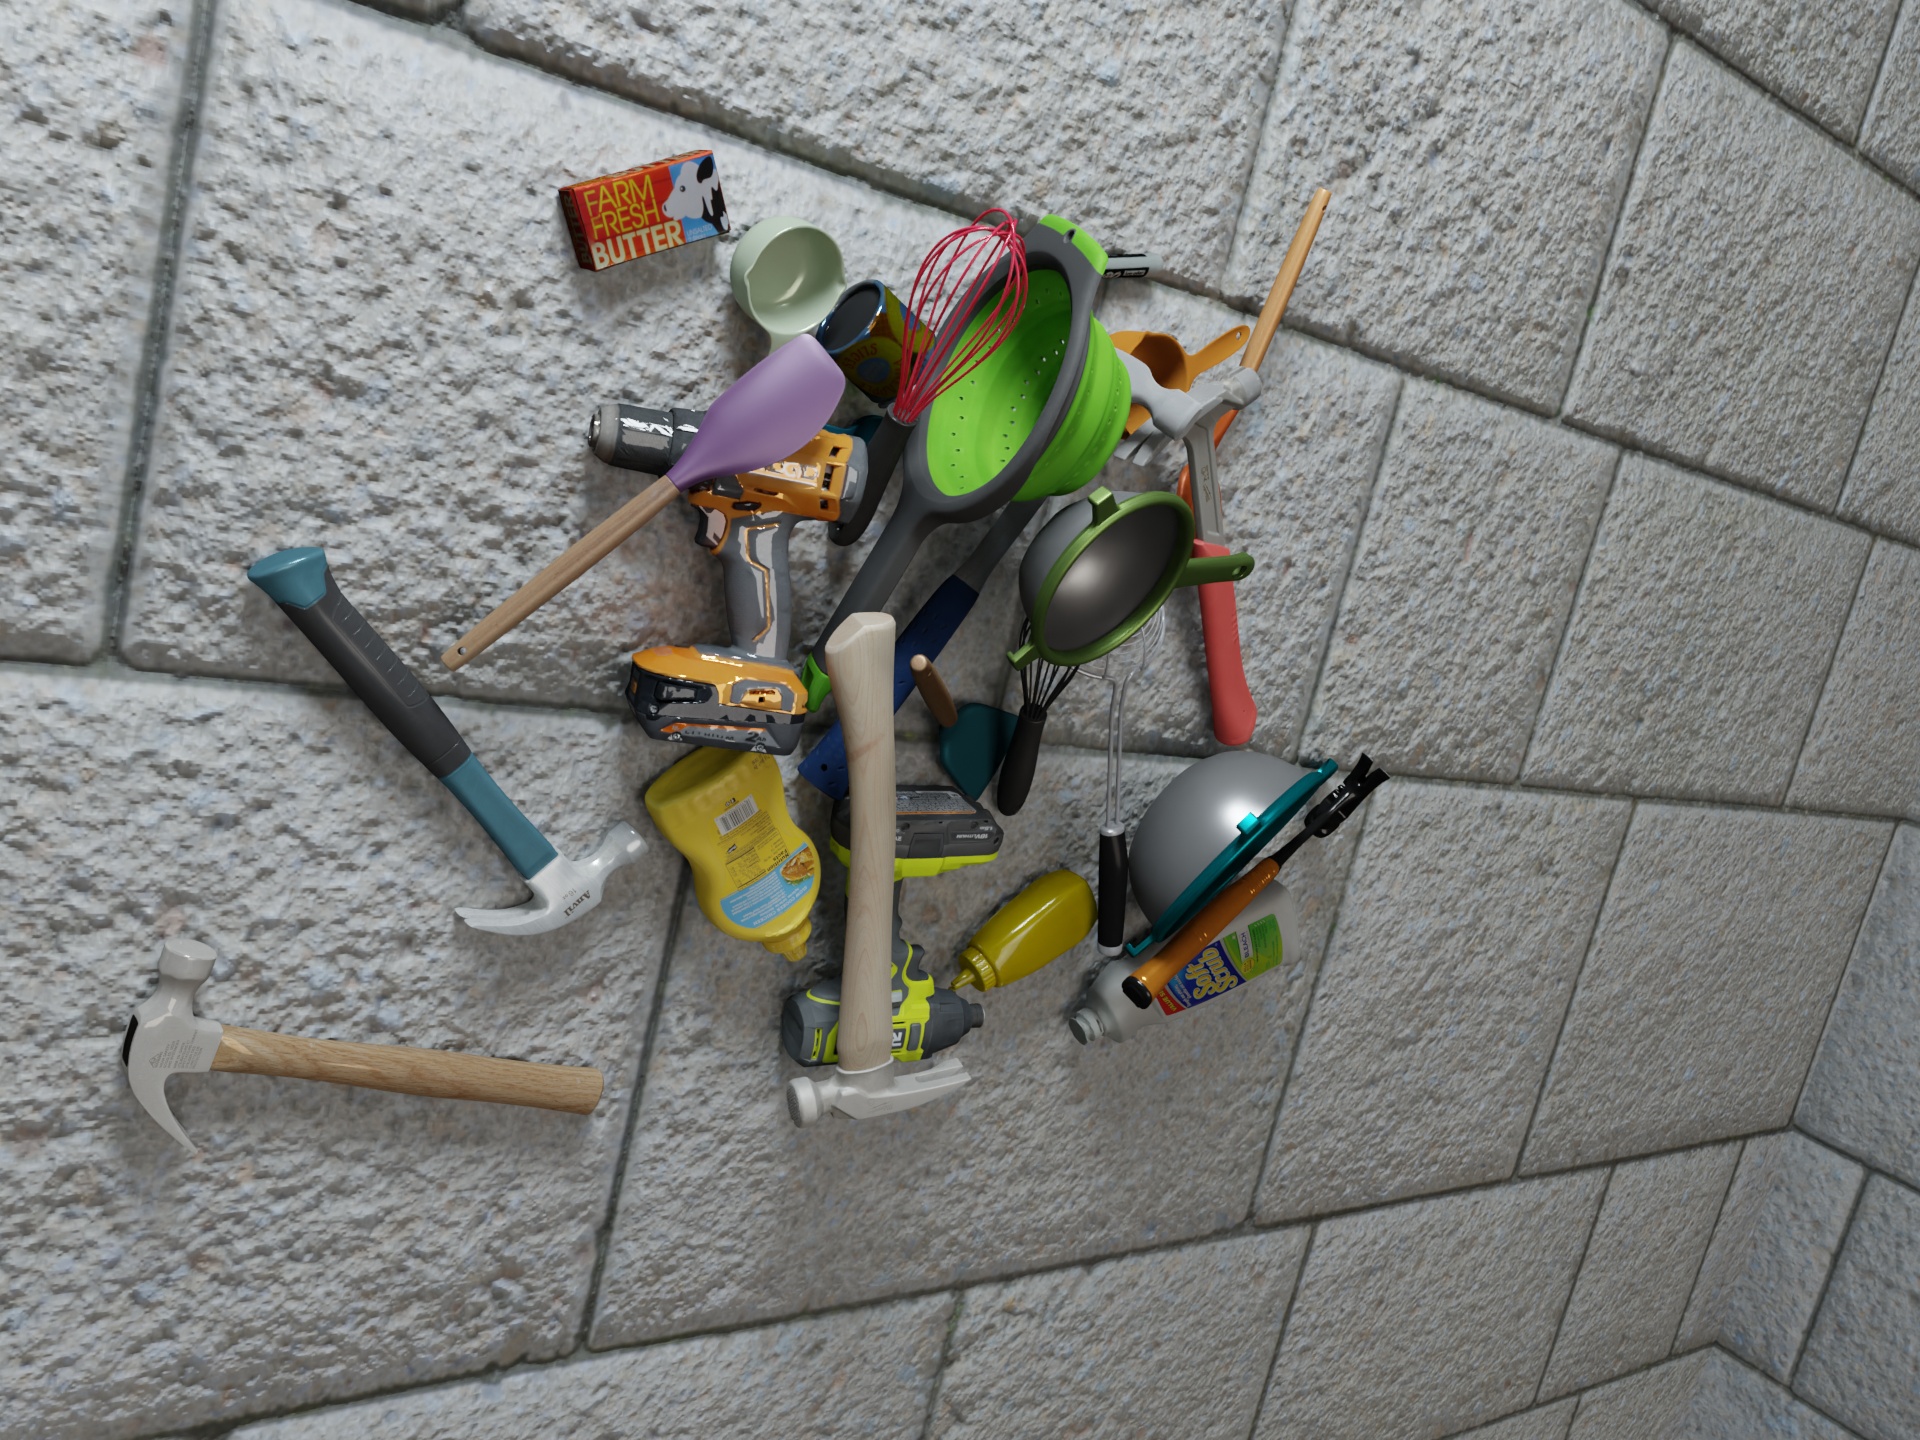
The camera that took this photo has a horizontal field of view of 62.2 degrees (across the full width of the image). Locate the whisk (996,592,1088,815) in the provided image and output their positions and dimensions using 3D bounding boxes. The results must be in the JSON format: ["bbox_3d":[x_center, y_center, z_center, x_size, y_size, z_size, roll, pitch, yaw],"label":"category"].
[{"bbox_3d":[0.060,-0.007,1.283,0.055,0.055,0.238,-20,142,-30],"label":"whisk"}]

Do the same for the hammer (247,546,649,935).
[{"bbox_3d":[-0.338,0.017,1.038,0.128,0.033,0.330,-43,127,-18],"label":"hammer"}]

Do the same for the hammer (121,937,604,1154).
[{"bbox_3d":[-0.392,0.238,1.081,0.331,0.031,0.130,20,94,-41],"label":"hammer"}]

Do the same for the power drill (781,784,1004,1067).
[{"bbox_3d":[-0.044,0.169,1.283,0.171,0.080,0.223,1,109,-28],"label":"power drill"}]

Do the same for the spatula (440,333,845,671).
[{"bbox_3d":[-0.203,-0.134,1.021,0.316,0.018,0.059,-39,97,-6],"label":"spatula"}]

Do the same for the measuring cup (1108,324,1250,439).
[{"bbox_3d":[0.166,-0.289,1.298,0.173,0.052,0.095,-35,126,-32],"label":"measuring cup"}]

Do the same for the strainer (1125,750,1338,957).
[{"bbox_3d":[0.254,0.075,1.476,0.340,0.095,0.211,-29,160,-51],"label":"strainer"}]

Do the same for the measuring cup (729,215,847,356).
[{"bbox_3d":[-0.132,-0.265,1.094,0.083,0.038,0.167,-8,128,-39],"label":"measuring cup"}]

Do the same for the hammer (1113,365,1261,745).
[{"bbox_3d":[0.213,-0.116,1.368,0.149,0.037,0.358,-37,135,-26],"label":"hammer"}]

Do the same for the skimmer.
[{"bbox_3d":[0.115,0.026,1.354,0.127,0.090,0.363,-14,116,-27],"label":"skimmer"}]

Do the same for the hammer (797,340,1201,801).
[{"bbox_3d":[0.006,-0.116,1.216,0.405,0.144,0.035,-53,170,1],"label":"hammer"}]

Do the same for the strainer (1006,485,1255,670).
[{"bbox_3d":[0.129,-0.123,1.190,0.256,0.069,0.151,-10,136,-47],"label":"strainer"}]

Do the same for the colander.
[{"bbox_3d":[0.012,-0.160,1.151,0.094,0.205,0.397,20,113,-32],"label":"colander"}]

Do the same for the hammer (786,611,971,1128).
[{"bbox_3d":[-0.058,0.117,1.188,0.146,0.038,0.410,-8,114,-22],"label":"hammer"}]

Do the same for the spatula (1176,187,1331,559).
[{"bbox_3d":[0.249,-0.290,1.348,0.081,0.041,0.322,6,112,-47],"label":"spatula"}]

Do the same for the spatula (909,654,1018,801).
[{"bbox_3d":[-0.002,-0.004,1.197,0.082,0.044,0.317,-60,169,-6],"label":"spatula"}]

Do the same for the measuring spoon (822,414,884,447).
[{"bbox_3d":[-0.103,-0.207,1.138,0.128,0.021,0.042,2,118,-37],"label":"measuring spoon"}]

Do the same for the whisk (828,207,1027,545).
[{"bbox_3d":[-0.032,-0.222,1.080,0.073,0.073,0.295,-8,148,-35],"label":"whisk"}]

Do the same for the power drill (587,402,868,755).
[{"bbox_3d":[-0.172,-0.101,1.082,0.185,0.084,0.226,8,101,-22],"label":"power drill"}]

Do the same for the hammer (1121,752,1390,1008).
[{"bbox_3d":[0.270,0.152,1.470,0.337,0.034,0.127,-36,165,-30],"label":"hammer"}]
